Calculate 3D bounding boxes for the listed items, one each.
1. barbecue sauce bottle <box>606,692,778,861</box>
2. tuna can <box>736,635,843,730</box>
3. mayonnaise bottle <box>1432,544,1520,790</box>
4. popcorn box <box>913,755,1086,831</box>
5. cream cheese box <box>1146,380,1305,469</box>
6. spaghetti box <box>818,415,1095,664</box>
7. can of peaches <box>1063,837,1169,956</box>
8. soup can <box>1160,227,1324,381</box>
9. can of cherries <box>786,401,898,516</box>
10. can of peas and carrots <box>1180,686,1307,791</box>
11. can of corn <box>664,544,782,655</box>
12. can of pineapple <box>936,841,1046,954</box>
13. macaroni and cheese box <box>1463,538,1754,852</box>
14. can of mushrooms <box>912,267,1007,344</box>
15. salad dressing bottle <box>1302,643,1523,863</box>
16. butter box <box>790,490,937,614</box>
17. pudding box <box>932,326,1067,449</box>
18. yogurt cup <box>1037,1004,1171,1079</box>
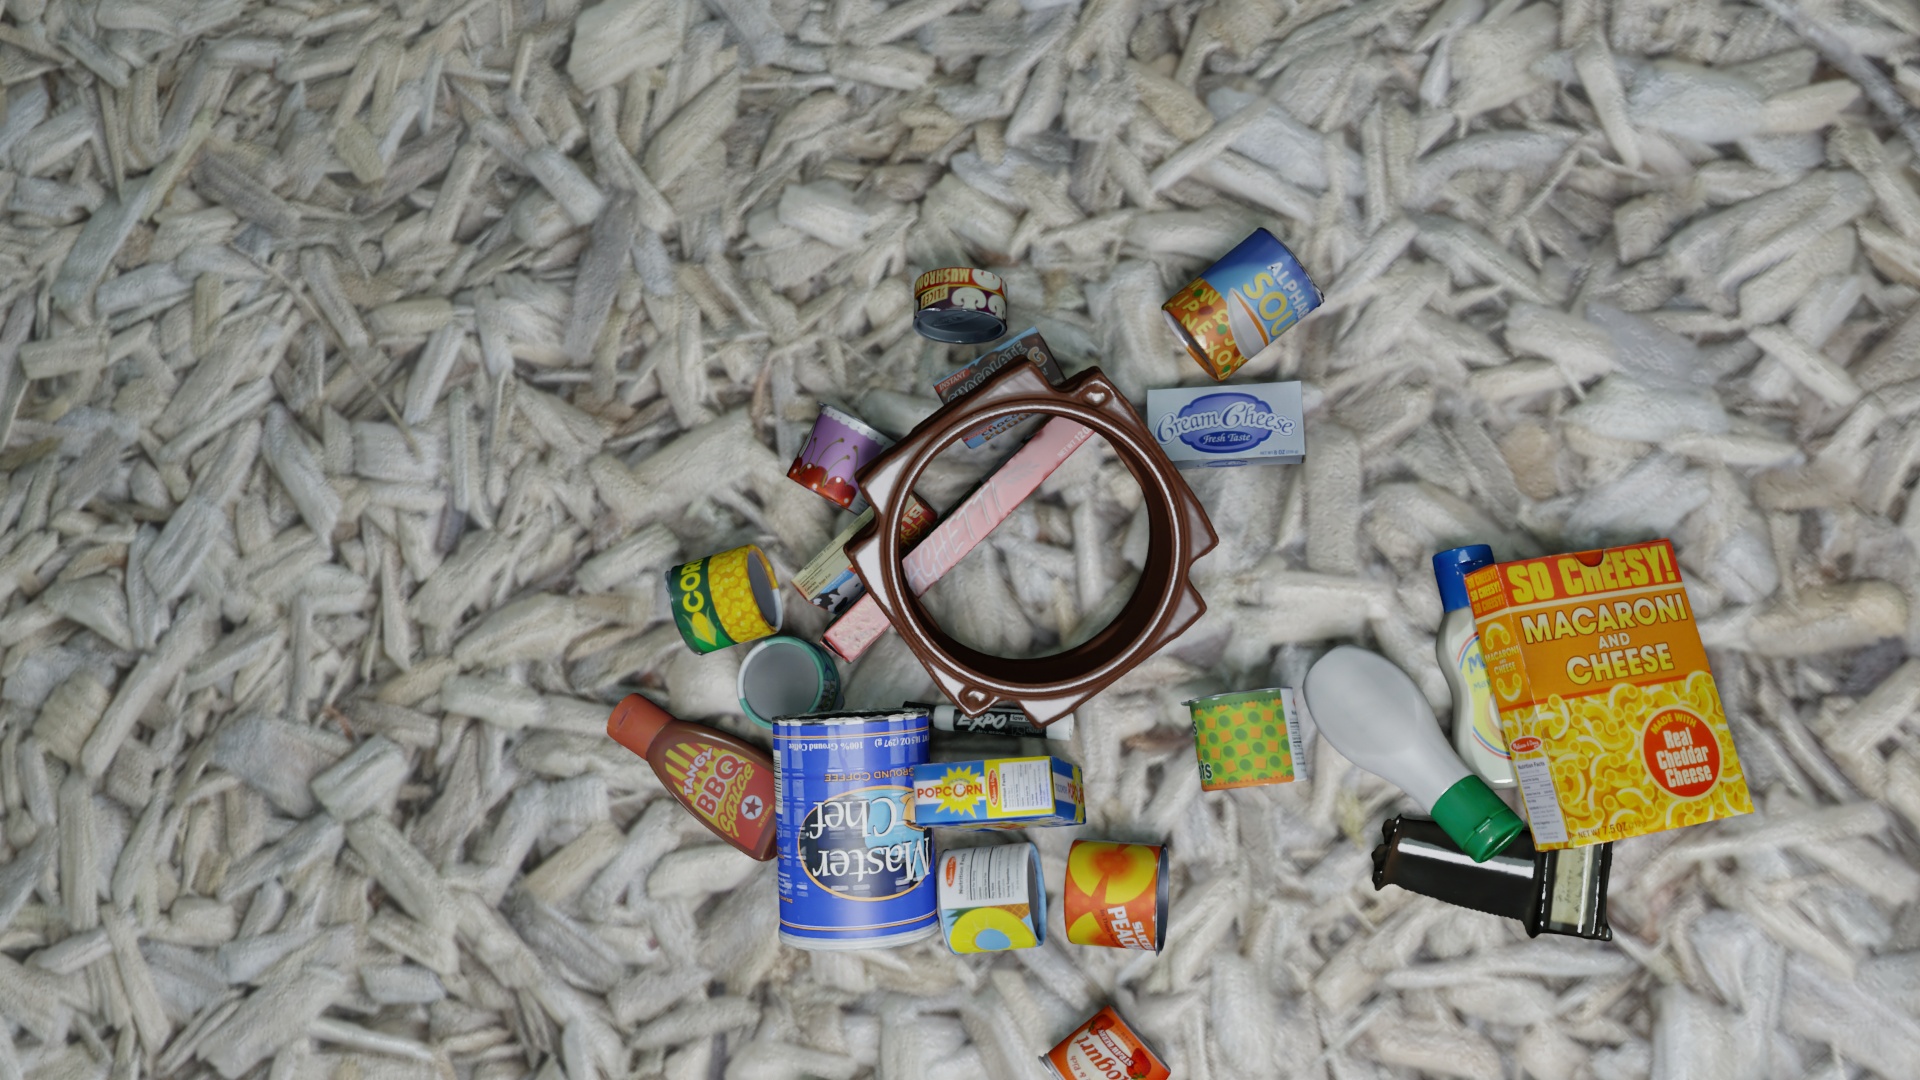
[{"bbox_3d":[-0.177,0.157,0.960,0.149,0.043,0.065,29,88,17],"label":"barbecue sauce bottle"},{"bbox_3d":[-0.118,0.101,0.962,0.071,0.033,0.071,-3,79,14],"label":"tuna can"},{"bbox_3d":[0.325,0.078,0.855,0.065,0.041,0.148,-11,78,7],"label":"mayonnaise bottle"},{"bbox_3d":[0.027,0.159,0.867,0.085,0.126,0.038,-7,75,12],"label":"popcorn box"},{"bbox_3d":[0.177,-0.077,0.931,0.104,0.024,0.053,-3,77,13],"label":"cream cheese box"},{"bbox_3d":[0.003,-0.012,0.944,0.250,0.050,0.028,-44,95,2],"label":"spaghetti box"},{"bbox_3d":[0.098,0.223,0.867,0.058,0.071,0.071,1,80,15],"label":"can of peaches"},{"bbox_3d":[0.187,-0.154,0.921,0.084,0.071,0.071,-39,73,5],"label":"soup can"},{"bbox_3d":[-0.082,-0.055,0.967,0.071,0.071,0.058,28,88,17],"label":"can of cherries"},{"bbox_3d":[0.177,0.125,0.869,0.071,0.071,0.059,-10,78,12],"label":"can of peas and carrots"},{"bbox_3d":[-0.164,0.039,0.966,0.058,0.071,0.071,-17,76,9],"label":"can of corn"},{"bbox_3d":[0.021,0.229,0.888,0.058,0.071,0.071,-8,78,12],"label":"can of pineapple"},{"bbox_3d":[0.380,0.088,0.817,0.124,0.040,0.166,-7,77,-14],"label":"macaroni and cheese box"},{"bbox_3d":[-0.002,-0.164,0.967,0.071,0.071,0.033,0,78,14],"label":"can of mushrooms"},{"bbox_3d":[0.270,0.127,0.835,0.064,0.044,0.148,-43,54,6],"label":"salad dressing bottle"},{"bbox_3d":[-0.065,0.006,0.958,0.103,0.053,0.024,-43,70,2],"label":"butter box"},{"bbox_3d":[0.030,-0.107,0.969,0.083,0.030,0.050,-29,73,7],"label":"pudding box"},{"bbox_3d":[0.092,0.325,0.853,0.054,0.072,0.072,-44,73,-6],"label":"yogurt cup"}]
